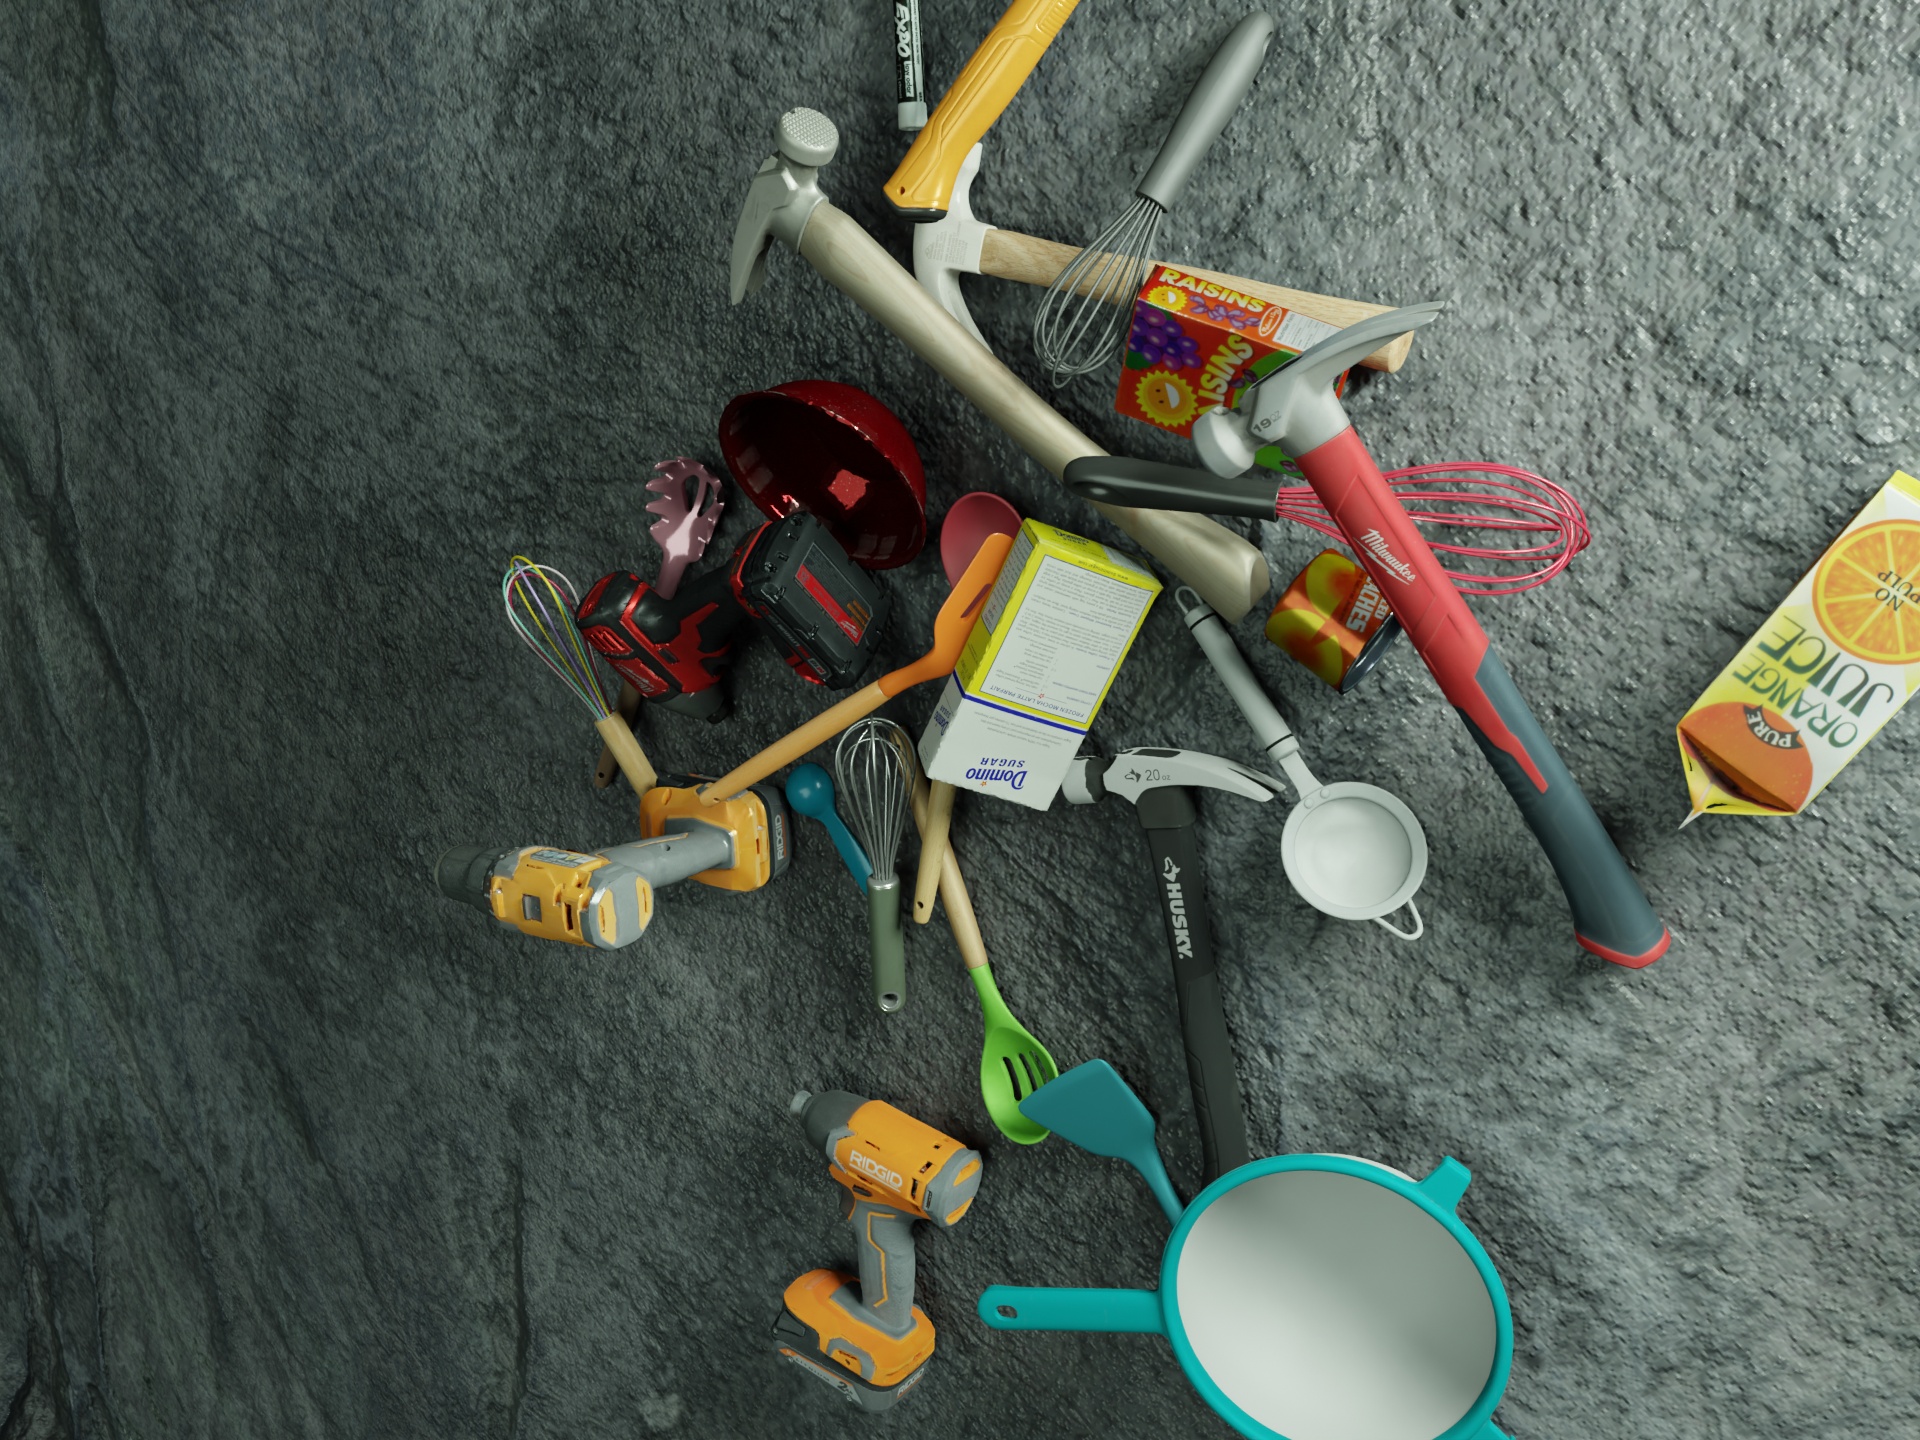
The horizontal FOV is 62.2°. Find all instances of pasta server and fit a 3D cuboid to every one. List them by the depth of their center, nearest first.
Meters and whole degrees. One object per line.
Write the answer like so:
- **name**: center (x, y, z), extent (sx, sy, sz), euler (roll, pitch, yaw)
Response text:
- **pasta server**: center (-0.247, -0.070, 1.253), extent (0.060, 0.040, 0.316), euler (29, 119, 7)

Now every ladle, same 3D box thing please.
- **ladle**: center (-0.002, -0.004, 1.101), extent (0.069, 0.031, 0.315), euler (18, 108, 25)

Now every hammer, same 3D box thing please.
- **hammer**: center (0.284, -0.031, 0.844), extent (0.143, 0.038, 0.386), euler (-27, 103, 38)
- **hammer**: center (0.055, -0.440, 0.933), extent (0.127, 0.034, 0.336), euler (47, 116, 13)
- **hammer**: center (0.111, -0.262, 0.967), extent (0.331, 0.031, 0.130), euler (22, 113, 27)
- **hammer**: center (0.022, -0.199, 1.001), extent (0.411, 0.038, 0.146), euler (42, 141, 5)
- **hammer**: center (0.162, 0.181, 1.050), extent (0.146, 0.035, 0.334), euler (-5, 100, 35)

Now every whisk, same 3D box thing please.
- **whisk**: center (0.199, -0.120, 0.898), extent (0.296, 0.073, 0.073), euler (11, 109, 18)
- **whisk**: center (0.112, -0.299, 0.917), extent (0.055, 0.055, 0.239), euler (34, 98, 22)
- **whisk**: center (-0.057, 0.109, 1.162), extent (0.058, 0.059, 0.246), euler (-3, 114, -3)
- **whisk**: center (-0.291, -0.021, 1.258), extent (0.047, 0.051, 0.244), euler (-19, 110, 24)

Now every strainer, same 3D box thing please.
- **strainer**: center (0.203, 0.024, 0.977), extent (0.087, 0.050, 0.258), euler (-28, 76, -7)
- **strainer**: center (0.181, 0.363, 1.028), extent (0.340, 0.095, 0.211), euler (-8, 98, 24)

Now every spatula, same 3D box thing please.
- **spatula**: center (-0.067, -0.018, 1.085), extent (0.322, 0.081, 0.041), euler (-30, 41, 31)
- **spatula**: center (0.161, 0.375, 1.096), extent (0.082, 0.044, 0.317), euler (-38, 82, 29)

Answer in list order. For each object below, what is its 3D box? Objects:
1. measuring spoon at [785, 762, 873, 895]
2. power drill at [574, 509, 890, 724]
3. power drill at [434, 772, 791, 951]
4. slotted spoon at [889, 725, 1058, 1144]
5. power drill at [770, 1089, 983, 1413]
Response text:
- **measuring spoon**: center (-0.095, 0.090, 1.203), extent (0.042, 0.021, 0.129), euler (-40, 79, 34)
- **power drill**: center (-0.166, -0.063, 1.158), extent (0.220, 0.079, 0.143), euler (-13, 131, 38)
- **power drill**: center (-0.259, 0.103, 1.190), extent (0.185, 0.226, 0.084), euler (6, 106, 32)
- **slotted spoon**: center (0.006, 0.153, 1.151), extent (0.070, 0.031, 0.314), euler (-20, 90, 35)
- **power drill**: center (-0.080, 0.402, 1.244), extent (0.164, 0.084, 0.226), euler (21, 109, 28)
